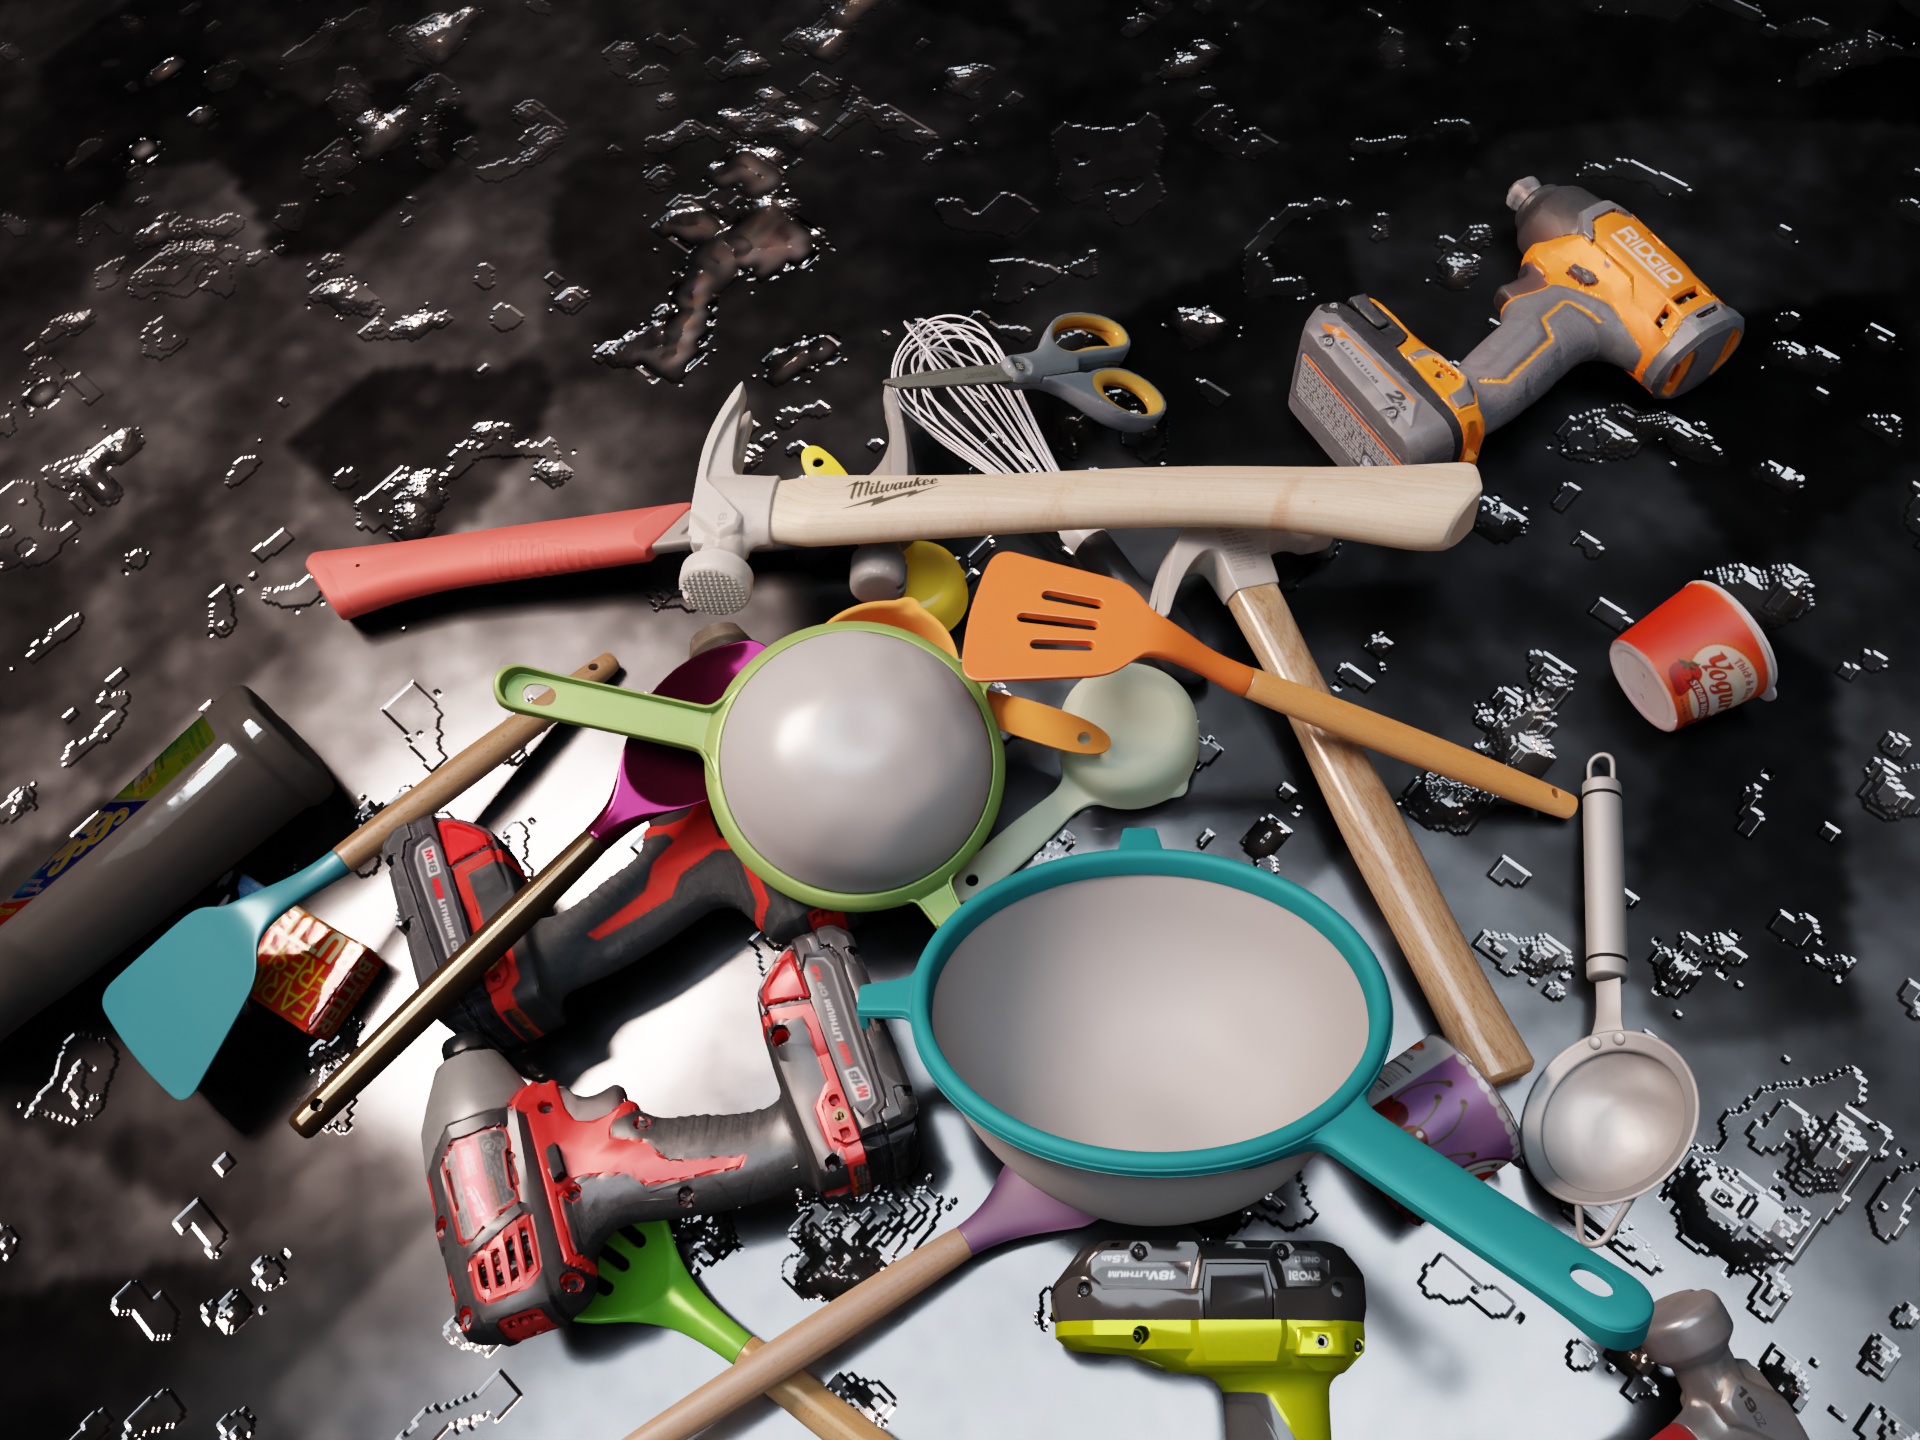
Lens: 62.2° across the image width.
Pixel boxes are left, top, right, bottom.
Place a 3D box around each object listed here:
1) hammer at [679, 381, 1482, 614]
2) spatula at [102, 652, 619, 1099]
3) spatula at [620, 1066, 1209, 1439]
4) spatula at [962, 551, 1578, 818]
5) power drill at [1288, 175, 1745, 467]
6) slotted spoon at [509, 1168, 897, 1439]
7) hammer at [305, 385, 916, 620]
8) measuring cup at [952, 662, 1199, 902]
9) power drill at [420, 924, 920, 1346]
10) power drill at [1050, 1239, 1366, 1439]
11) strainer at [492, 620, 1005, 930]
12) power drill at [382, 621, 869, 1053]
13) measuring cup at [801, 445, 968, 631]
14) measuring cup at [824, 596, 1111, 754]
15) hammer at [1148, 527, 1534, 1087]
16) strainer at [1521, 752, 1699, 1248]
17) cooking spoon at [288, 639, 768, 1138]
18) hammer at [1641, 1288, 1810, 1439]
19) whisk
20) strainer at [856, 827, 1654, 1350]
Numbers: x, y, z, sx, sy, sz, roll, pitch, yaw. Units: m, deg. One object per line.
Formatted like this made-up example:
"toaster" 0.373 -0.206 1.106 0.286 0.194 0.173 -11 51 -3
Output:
"hammer" 0.062 -0.124 0.846 0.410 0.038 0.146 0 53 5
"spatula" -0.308 0.064 0.853 0.082 0.044 0.317 37 62 24
"spatula" -0.021 0.252 0.733 0.316 0.018 0.060 -29 59 -16
"spatula" 0.160 -0.007 0.791 0.322 0.041 0.081 20 57 -10
"power drill" 0.305 -0.224 0.911 0.226 0.084 0.164 -27 63 -11
"slotted spoon" -0.080 0.306 0.726 0.314 0.031 0.070 30 68 17
"hammer" -0.204 -0.112 0.926 0.359 0.036 0.149 -7 54 8
"measuring cup" 0.056 0.034 0.834 0.167 0.038 0.083 -40 67 -15
"power drill" -0.139 0.184 0.744 0.219 0.078 0.143 -19 60 -12
"power drill" 0.100 0.335 0.660 0.171 0.080 0.223 0 67 1
"strainer" -0.100 0.002 0.766 0.256 0.069 0.152 12 72 -4
"power drill" -0.175 0.057 0.832 0.226 0.080 0.188 -22 64 -7
"measuring cup" -0.052 -0.112 0.923 0.062 0.029 0.157 -33 66 -9
"measuring cup" -0.001 -0.003 0.850 0.174 0.052 0.095 17 69 15
"hammer" 0.195 0.030 0.812 0.130 0.031 0.332 -13 65 -22
"strainer" 0.312 0.127 0.759 0.087 0.050 0.259 -23 46 45
"cooking spoon" -0.196 0.076 0.771 0.069 0.017 0.319 41 69 7
"hammer" 0.179 0.369 0.592 0.386 0.038 0.143 -22 77 -21
"whisk" 0.051 -0.129 0.910 0.070 0.070 0.285 -33 70 -10
"strainer" 0.127 0.178 0.682 0.211 0.095 0.341 -27 39 -33
